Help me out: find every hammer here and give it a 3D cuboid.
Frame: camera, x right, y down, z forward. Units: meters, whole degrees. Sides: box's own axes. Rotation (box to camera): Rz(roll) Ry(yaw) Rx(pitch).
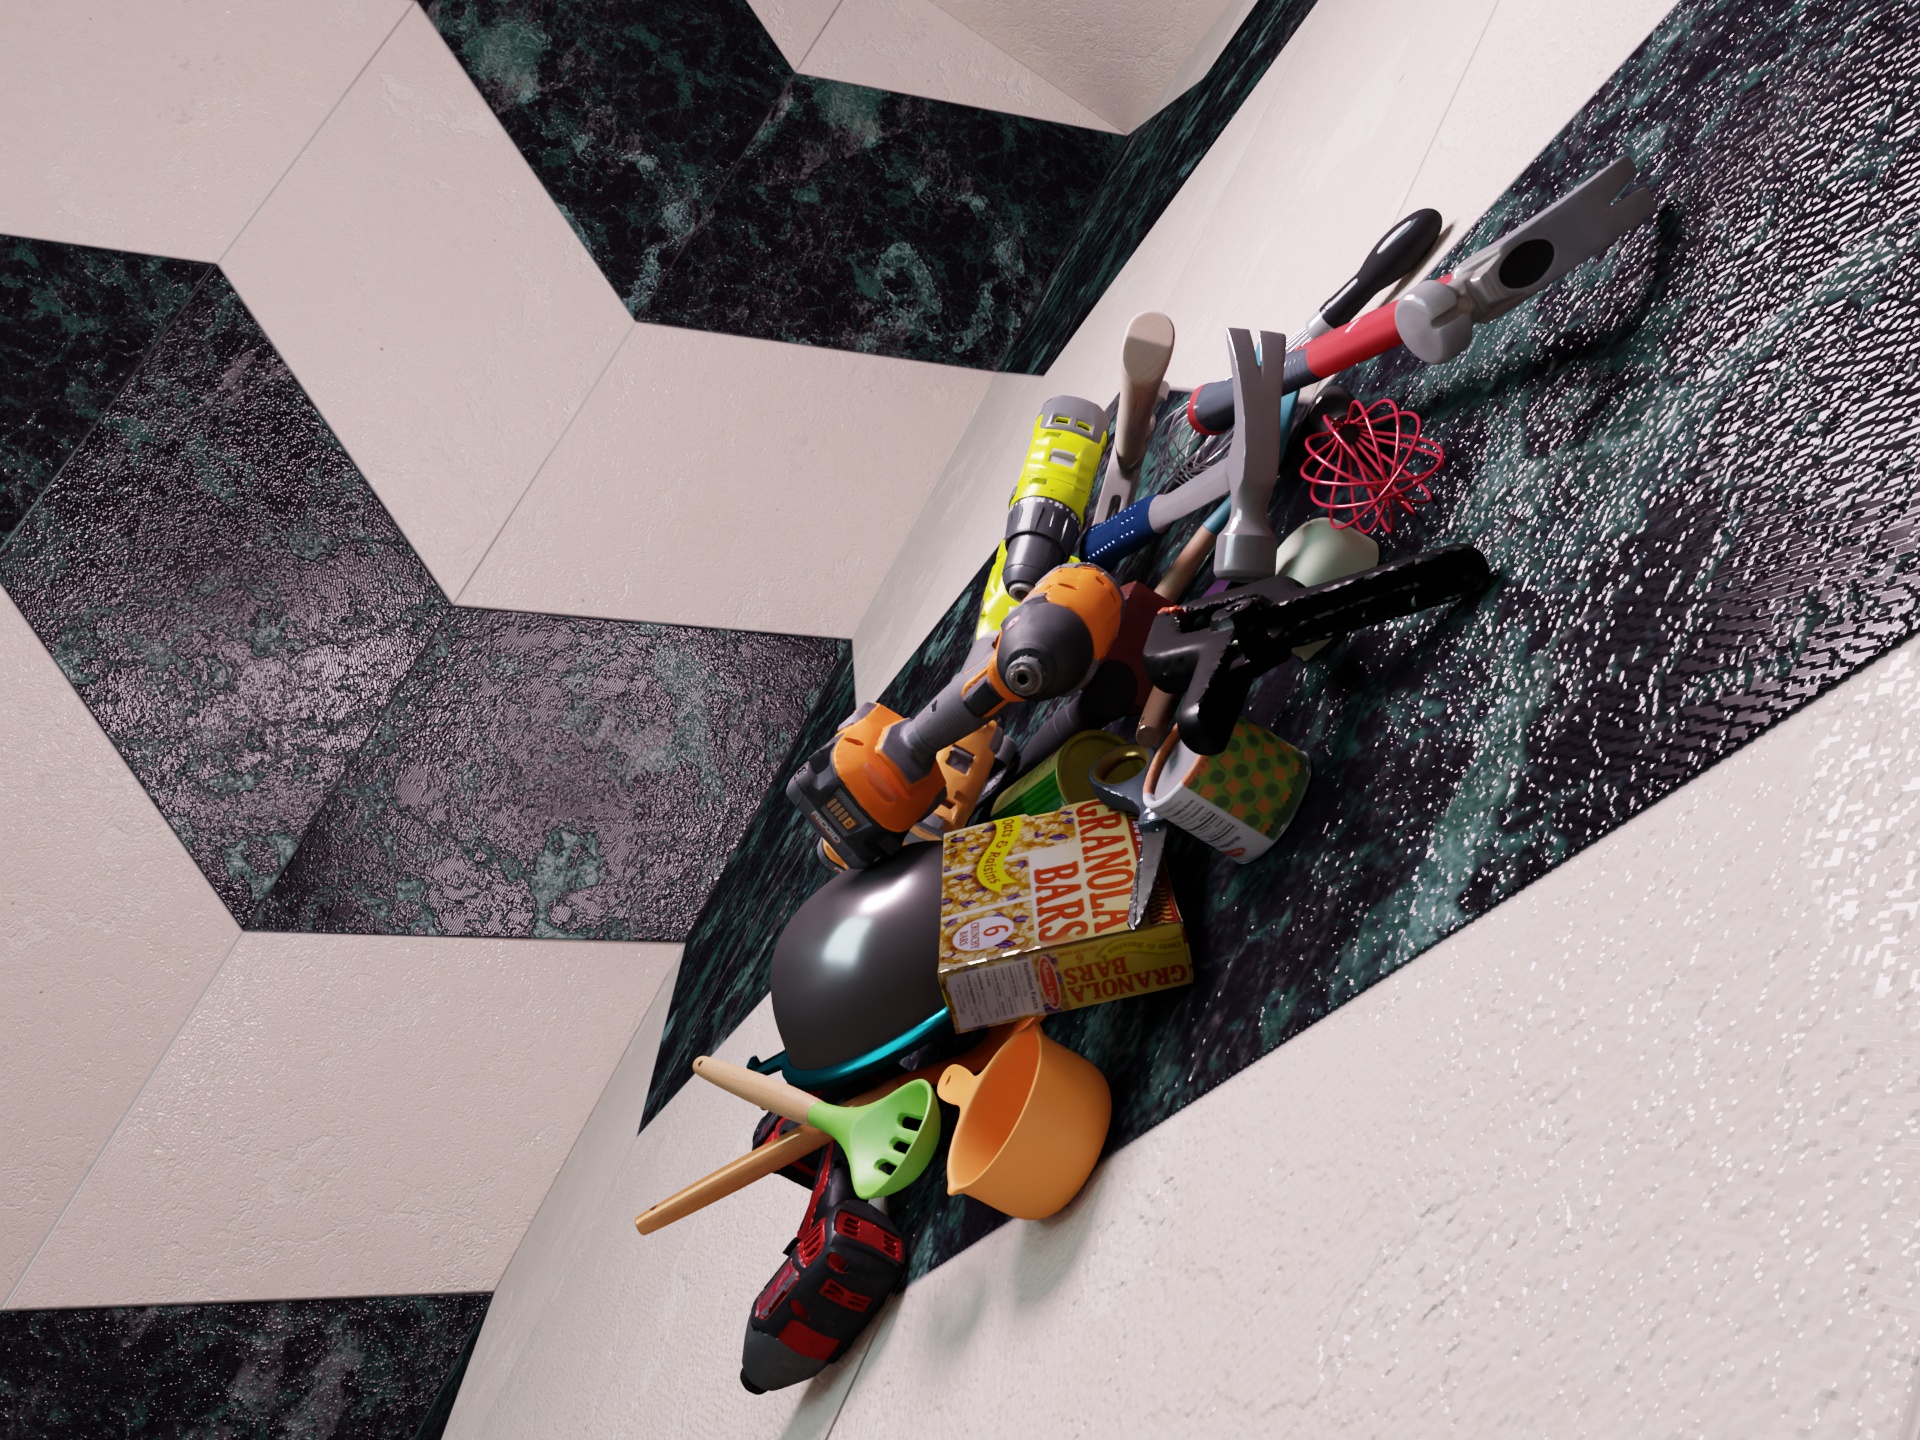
[{"bbox_3d":[0.234,-0.225,0.932,0.143,0.038,0.386,-35,8,-10],"label":"hammer"},{"bbox_3d":[0.127,-0.216,1.171,0.410,0.038,0.146,-17,-58,-85],"label":"hammer"},{"bbox_3d":[0.047,0.033,1.176,0.149,0.036,0.409,-65,6,-18],"label":"hammer"},{"bbox_3d":[0.138,-0.145,1.060,0.405,0.035,0.144,173,102,-82],"label":"hammer"}]

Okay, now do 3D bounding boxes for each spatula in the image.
[{"bbox_3d":[0.138,-0.046,0.956,0.059,0.018,0.316,-53,0,26],"label":"spatula"},{"bbox_3d":[0.158,-0.122,1.155,0.317,0.044,0.082,-57,27,20],"label":"spatula"},{"bbox_3d":[-0.061,0.229,0.978,0.322,0.041,0.081,-28,13,2],"label":"spatula"}]

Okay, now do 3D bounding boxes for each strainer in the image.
[{"bbox_3d":[-0.015,0.126,0.989,0.211,0.095,0.340,-38,9,-35],"label":"strainer"}]

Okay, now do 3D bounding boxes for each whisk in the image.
[{"bbox_3d":[0.239,-0.262,1.146,0.284,0.070,0.070,-44,18,42],"label":"whisk"},{"bbox_3d":[0.227,-0.164,0.926,0.073,0.073,0.296,-56,5,20],"label":"whisk"}]

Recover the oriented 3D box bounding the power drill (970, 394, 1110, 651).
[{"bbox_3d":[0.064,-0.134,1.341,0.228,0.080,0.191,101,-175,-59],"label":"power drill"}]

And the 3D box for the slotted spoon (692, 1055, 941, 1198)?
[{"bbox_3d":[-0.095,0.230,0.955,0.314,0.031,0.070,-4,53,58],"label":"slotted spoon"}]

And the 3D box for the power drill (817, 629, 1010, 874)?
[{"bbox_3d":[-0.027,0.035,1.271,0.185,0.084,0.226,-66,11,-24],"label":"power drill"}]

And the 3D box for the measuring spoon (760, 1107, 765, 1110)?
[{"bbox_3d":[-0.095,0.267,1.165,0.124,0.018,0.034,-12,-42,-45],"label":"measuring spoon"}]

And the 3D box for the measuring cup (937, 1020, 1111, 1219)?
[{"bbox_3d":[0.028,0.209,0.839,0.095,0.052,0.173,-62,9,-11],"label":"measuring cup"}]

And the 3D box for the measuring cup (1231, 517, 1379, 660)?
[{"bbox_3d":[0.179,-0.071,0.925,0.083,0.038,0.167,-62,13,-15],"label":"measuring cup"}]

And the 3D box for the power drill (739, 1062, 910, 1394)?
[{"bbox_3d":[-0.090,0.320,1.027,0.143,0.078,0.220,-55,14,21],"label":"power drill"}]

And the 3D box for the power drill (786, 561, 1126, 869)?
[{"bbox_3d":[-0.002,-0.003,1.002,0.226,0.084,0.164,-38,5,24],"label":"power drill"}]
